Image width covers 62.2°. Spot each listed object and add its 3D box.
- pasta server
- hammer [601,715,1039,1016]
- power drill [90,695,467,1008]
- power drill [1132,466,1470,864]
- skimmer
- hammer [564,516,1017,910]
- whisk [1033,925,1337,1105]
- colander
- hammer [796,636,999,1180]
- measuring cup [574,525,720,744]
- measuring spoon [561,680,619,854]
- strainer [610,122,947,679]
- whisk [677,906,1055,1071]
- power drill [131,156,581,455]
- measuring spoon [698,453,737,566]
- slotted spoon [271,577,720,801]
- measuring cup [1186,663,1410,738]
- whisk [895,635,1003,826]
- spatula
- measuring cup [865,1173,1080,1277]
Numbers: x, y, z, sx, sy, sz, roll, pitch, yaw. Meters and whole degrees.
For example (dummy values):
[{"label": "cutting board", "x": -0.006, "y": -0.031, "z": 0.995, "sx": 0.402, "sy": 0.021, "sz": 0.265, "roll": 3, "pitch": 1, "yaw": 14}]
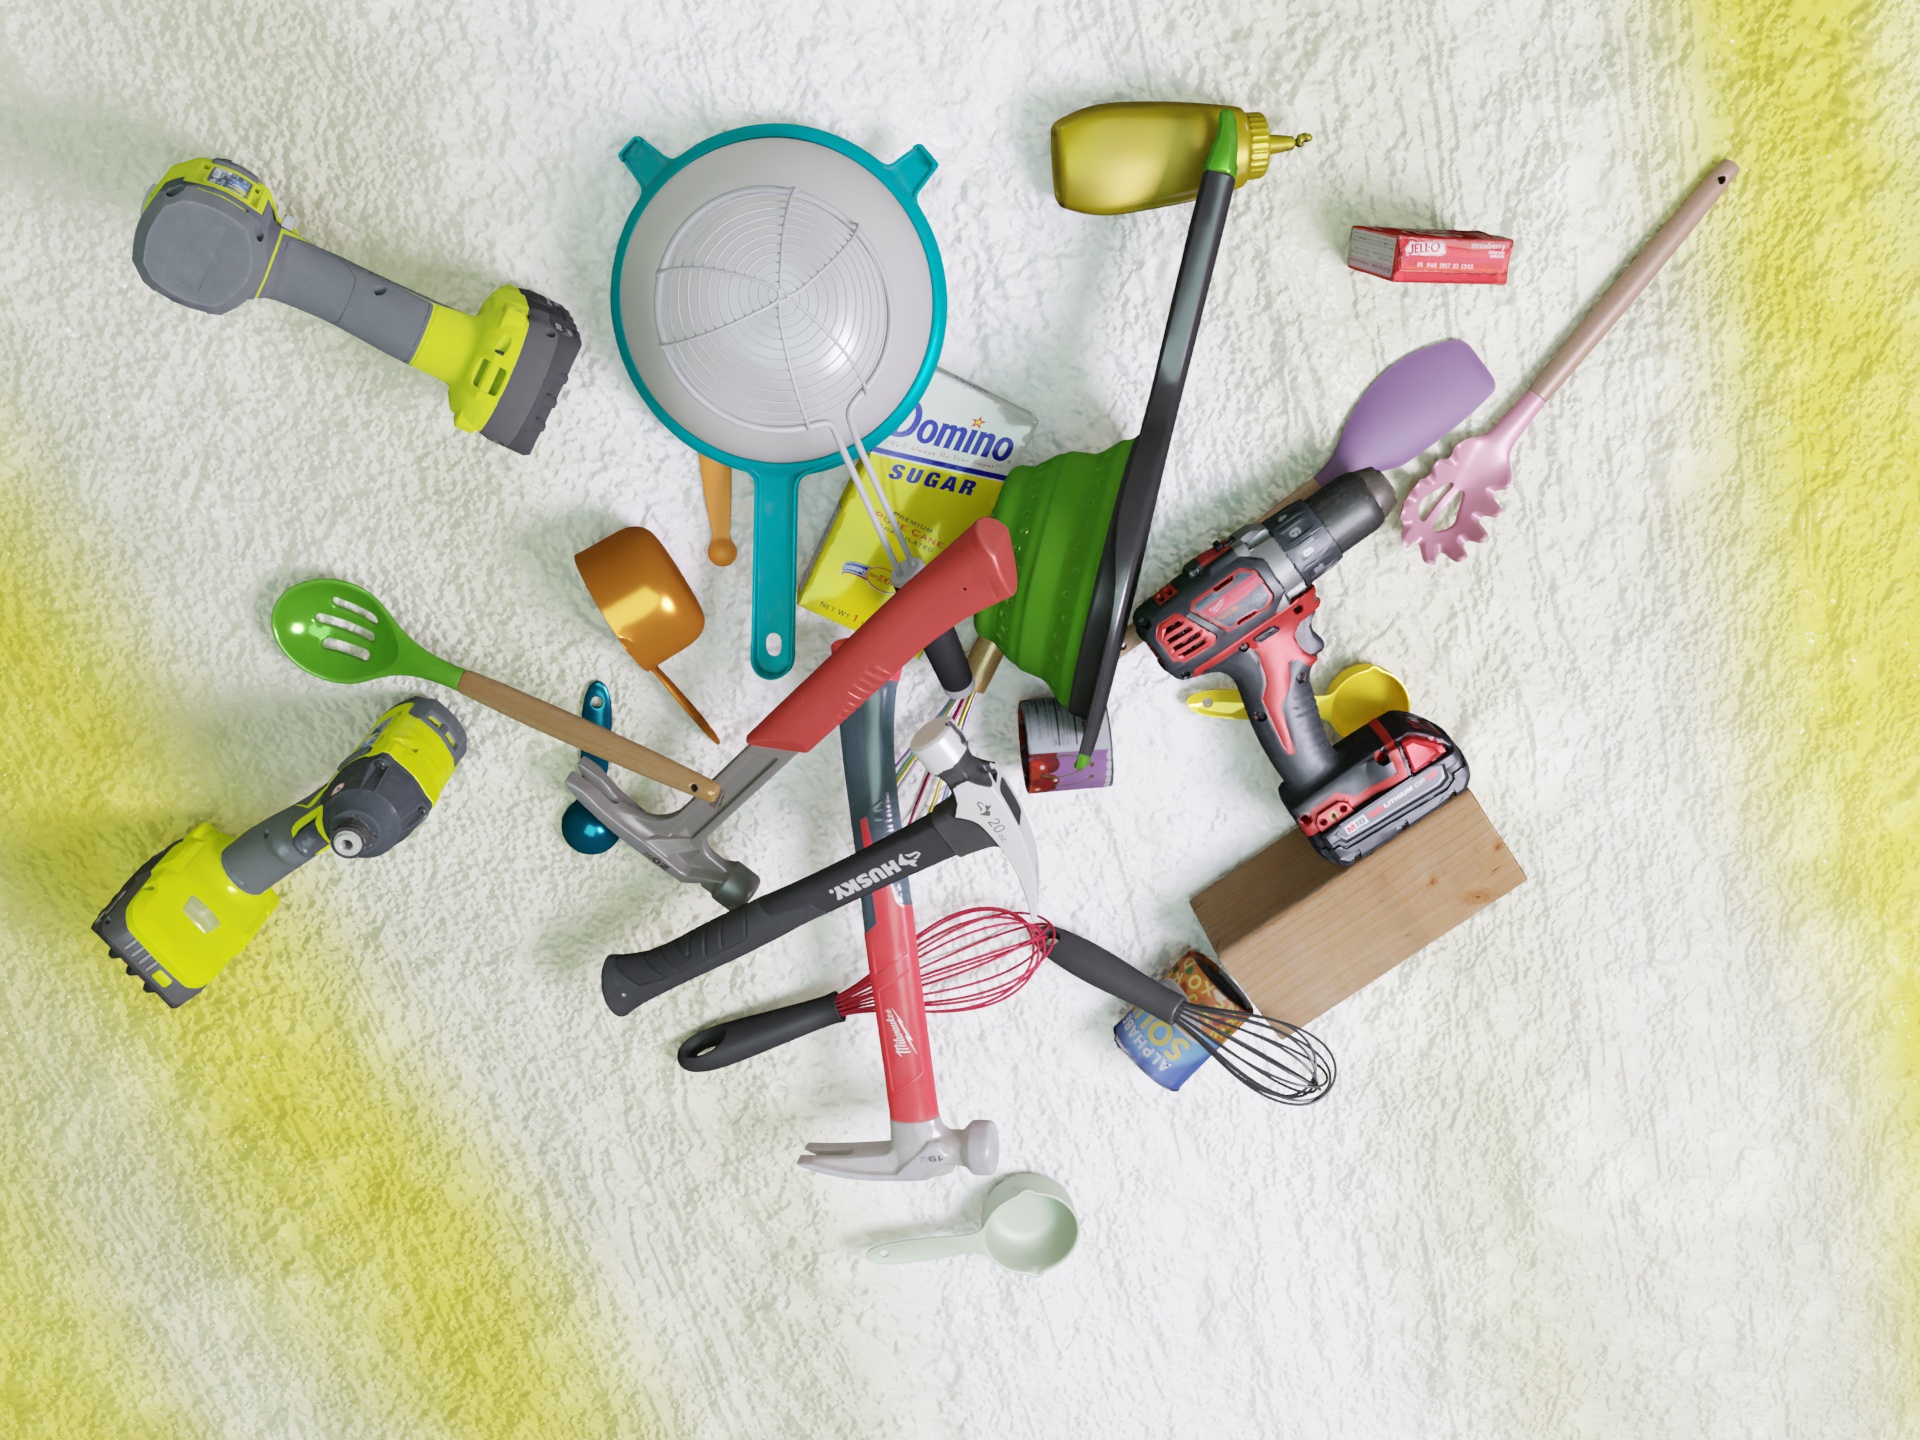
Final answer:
[{"label": "pasta server", "x": 0.401, "y": -0.236, "z": 1.050, "sx": 0.060, "sy": 0.040, "sz": 0.316, "roll": 37, "pitch": 102, "yaw": -5}, {"label": "hammer", "x": -0.102, "y": 0.123, "z": 1.042, "sx": 0.335, "sy": 0.035, "sz": 0.146, "roll": -27, "pitch": 116, "yaw": 22}, {"label": "power drill", "x": -0.431, "y": 0.083, "z": 1.018, "sx": 0.223, "sy": 0.171, "sz": 0.080, "roll": -32, "pitch": 110, "yaw": 10}, {"label": "power drill", "x": 0.248, "y": -0.039, "z": 1.061, "sx": 0.188, "sy": 0.080, "sz": 0.226, "roll": -35, "pitch": 103, "yaw": 9}, {"label": "skimmer", "x": -0.062, "y": -0.143, "z": 0.943, "sx": 0.127, "sy": 0.090, "sz": 0.362, "roll": -35, "pitch": 142, "yaw": -7}, {"label": "hammer", "x": -0.100, "y": -0.012, "z": 0.995, "sx": 0.149, "sy": 0.037, "sz": 0.359, "roll": 40, "pitch": 124, "yaw": -13}, {"label": "whisk", "x": 0.154, "y": 0.202, "z": 1.124, "sx": 0.239, "sy": 0.055, "sz": 0.055, "roll": 26, "pitch": 110, "yaw": 25}, {"label": "colander", "x": 0.082, "y": -0.174, "z": 0.974, "sx": 0.094, "sy": 0.204, "sz": 0.397, "roll": 14, "pitch": 102, "yaw": 6}, {"label": "hammer", "x": -0.064, "y": 0.135, "z": 1.088, "sx": 0.143, "sy": 0.038, "sz": 0.386, "roll": -4, "pitch": 104, "yaw": 11}, {"label": "measuring cup", "x": -0.185, "y": -0.054, "z": 1.047, "sx": 0.052, "sy": 0.095, "sz": 0.173, "roll": -33, "pitch": 129, "yaw": -1}, {"label": "measuring spoon", "x": -0.253, "y": 0.036, "z": 1.093, "sx": 0.042, "sy": 0.021, "sz": 0.128, "roll": 5, "pitch": 109, "yaw": -7}, {"label": "strainer", "x": -0.119, "y": -0.186, "z": 0.958, "sx": 0.211, "sy": 0.095, "sz": 0.340, "roll": 3, "pitch": 102, "yaw": 4}, {"label": "whisk", "x": -0.070, "y": 0.201, "z": 1.155, "sx": 0.296, "sy": 0.073, "sz": 0.073, "roll": -20, "pitch": 111, "yaw": 7}, {"label": "power drill", "x": -0.345, "y": -0.248, "z": 0.913, "sx": 0.228, "sy": 0.191, "sz": 0.080, "roll": 22, "pitch": 107, "yaw": -28}, {"label": "measuring spoon", "x": -0.159, "y": -0.156, "z": 1.038, "sx": 0.021, "sy": 0.011, "sz": 0.116, "roll": -3, "pitch": 110, "yaw": -4}, {"label": "slotted spoon", "x": -0.298, "y": -0.013, "z": 1.026, "sx": 0.314, "sy": 0.031, "sz": 0.070, "roll": 23, "pitch": 107, "yaw": 6}, {"label": "measuring cup", "x": 0.237, "y": -0.014, "z": 1.123, "sx": 0.156, "sy": 0.029, "sz": 0.062, "roll": 2, "pitch": 109, "yaw": 1}, {"label": "whisk", "x": 0.000, "y": -0.002, "z": 1.094, "sx": 0.051, "sy": 0.047, "sz": 0.245, "roll": 25, "pitch": 103, "yaw": -12}, {"label": "spatula", "x": 0.221, "y": -0.144, "z": 1.076, "sx": 0.316, "sy": 0.018, "sz": 0.059, "roll": -40, "pitch": 98, "yaw": 8}, {"label": "measuring cup", "x": 0.009, "y": 0.397, "z": 1.243, "sx": 0.167, "sy": 0.038, "sz": 0.083, "roll": -8, "pitch": 110, "yaw": 0}]
